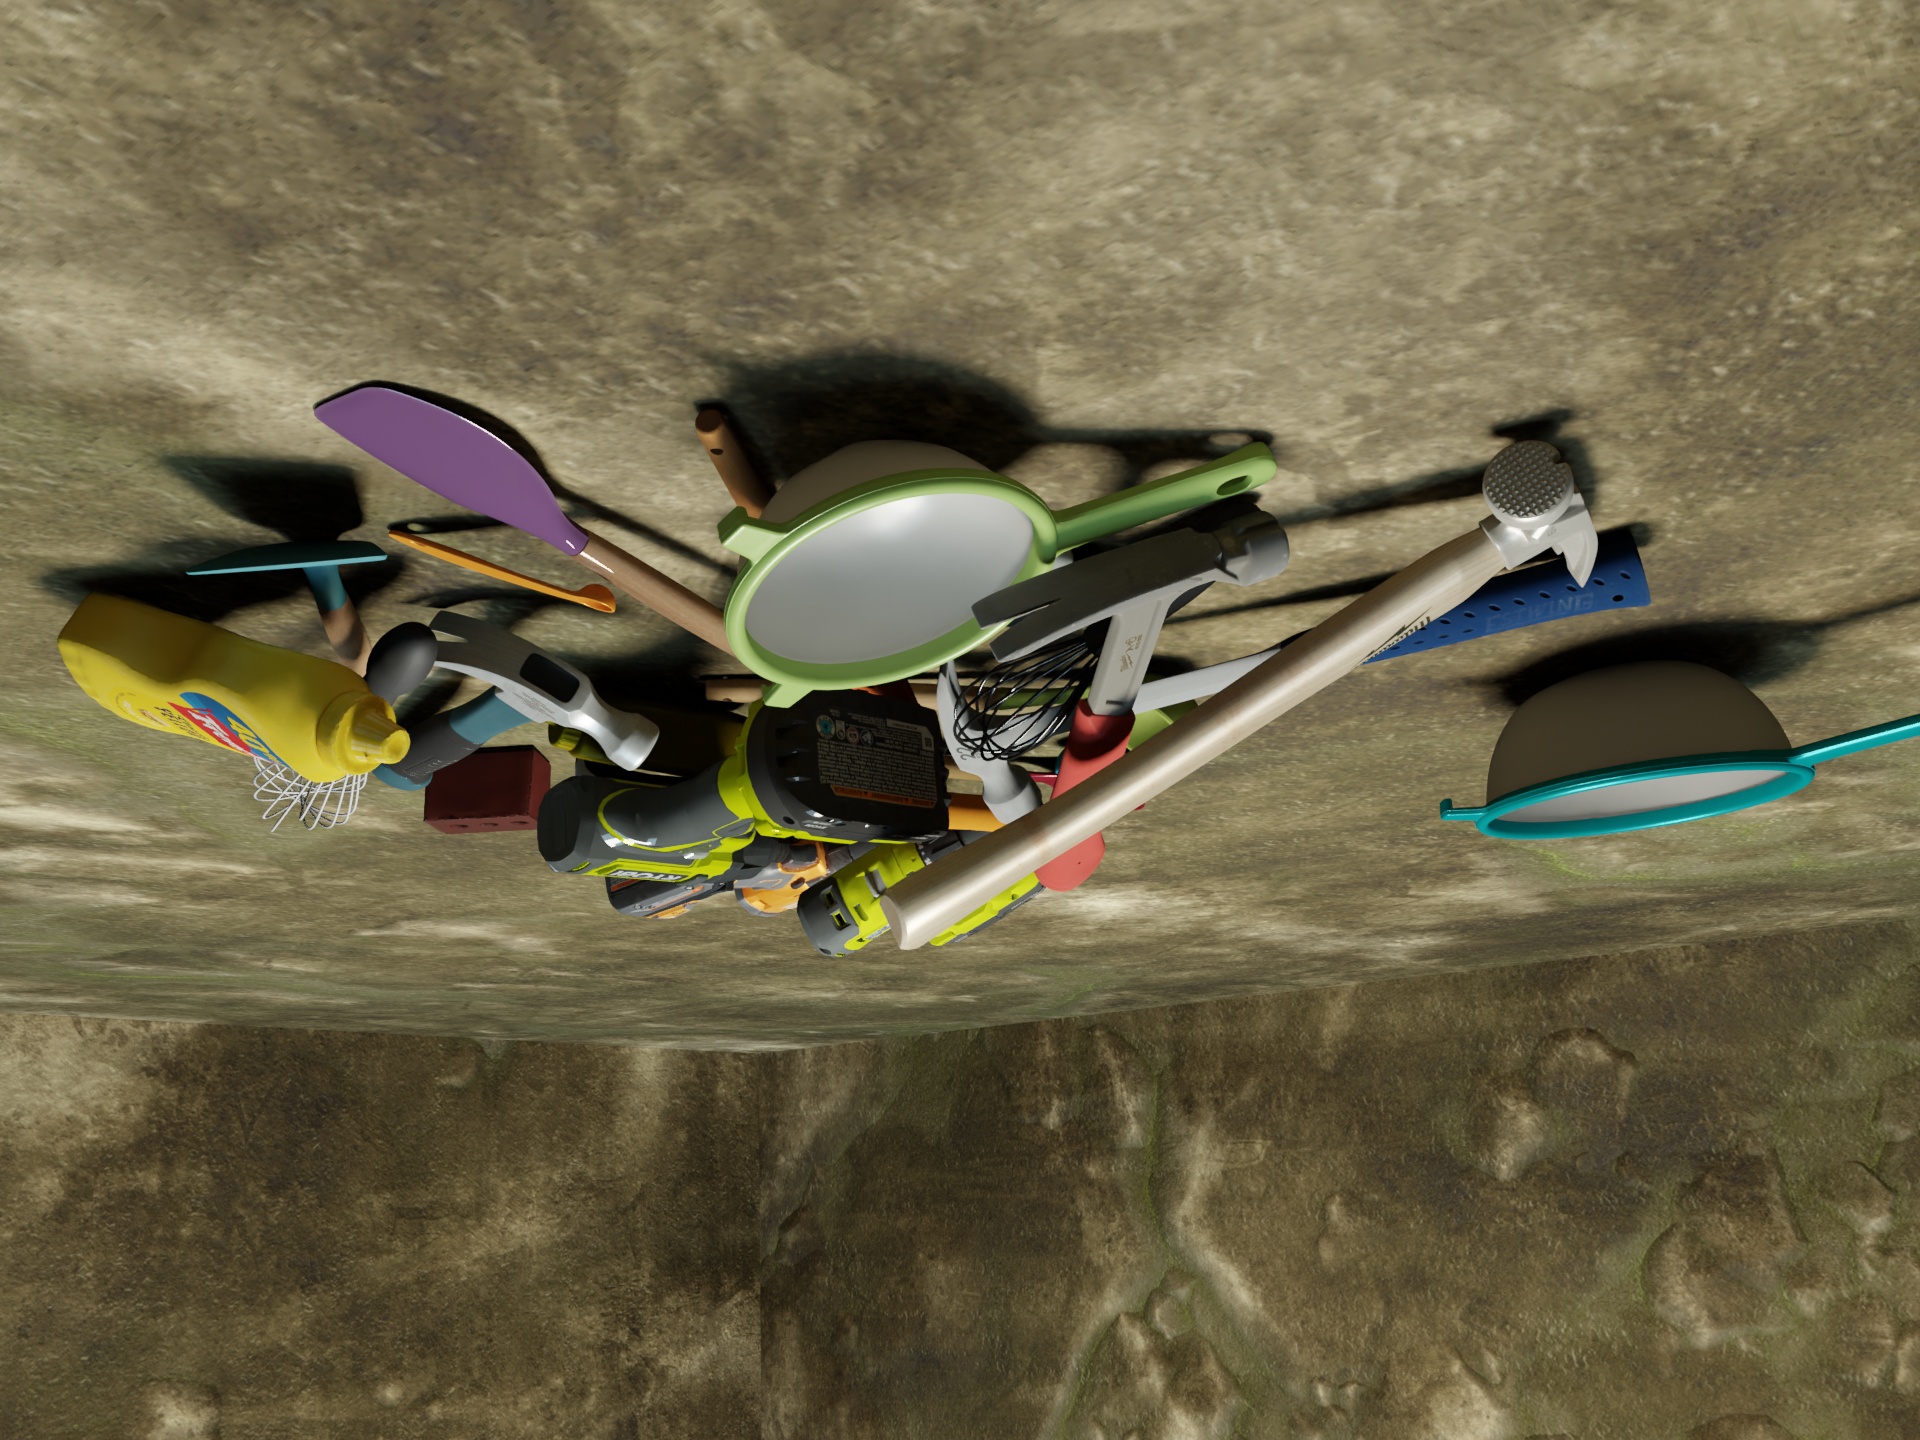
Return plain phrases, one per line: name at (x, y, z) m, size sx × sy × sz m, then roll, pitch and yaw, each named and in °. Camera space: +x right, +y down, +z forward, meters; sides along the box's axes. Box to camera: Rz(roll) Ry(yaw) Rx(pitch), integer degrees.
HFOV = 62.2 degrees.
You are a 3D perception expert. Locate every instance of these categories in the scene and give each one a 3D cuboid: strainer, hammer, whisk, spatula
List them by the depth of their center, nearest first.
strainer at (0.012, -0.097, 0.709) m, size 0.256 × 0.069 × 0.151 m, roll -18°, pitch 154°, yaw -8°
spatula at (-0.163, -0.075, 0.756) m, size 0.060 × 0.018 × 0.315 m, roll -11°, pitch 154°, yaw 29°
spatula at (-0.083, -0.068, 0.805) m, size 0.081 × 0.041 × 0.322 m, roll 1°, pitch 163°, yaw 8°
hammer at (0.133, 0.005, 0.818) m, size 0.410 × 0.038 × 0.146 m, roll -34°, pitch 157°, yaw 17°
spatula at (-0.329, -0.046, 0.838) m, size 0.082 × 0.044 × 0.317 m, roll -7°, pitch 166°, yaw -15°
whisk at (0.073, -0.044, 0.844) m, size 0.055 × 0.055 × 0.239 m, roll 10°, pitch 144°, yaw -37°
hammer at (0.065, 0.015, 0.857) m, size 0.149 × 0.037 × 0.358 m, roll -20°, pitch 156°, yaw -14°
whisk at (-0.346, 0.005, 0.898) m, size 0.070 × 0.070 × 0.284 m, roll 8°, pitch 157°, yaw -32°
hammer at (0.175, -0.035, 0.908) m, size 0.405 × 0.035 × 0.143 m, roll -15°, pitch 133°, yaw 22°
hammer at (-0.303, 0.006, 0.974) m, size 0.128 × 0.033 × 0.331 m, roll 37°, pitch 152°, yaw -23°
strainer at (0.488, -0.003, 1.021) m, size 0.210 × 0.095 × 0.340 m, roll 8°, pitch 159°, yaw -40°
hammer at (-0.098, 0.056, 1.121) m, size 0.336 × 0.034 × 0.127 m, roll 6°, pitch -169°, yaw -18°

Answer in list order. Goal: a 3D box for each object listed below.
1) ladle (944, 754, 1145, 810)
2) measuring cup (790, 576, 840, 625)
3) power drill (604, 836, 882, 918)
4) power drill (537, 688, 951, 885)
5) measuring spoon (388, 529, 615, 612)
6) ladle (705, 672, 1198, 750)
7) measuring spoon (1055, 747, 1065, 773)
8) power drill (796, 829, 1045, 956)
ladle at (0.001, 0.038, 1.202) m, size 0.315 × 0.031 × 0.069 m, roll 8°, pitch 166°, yaw -25°
measuring cup at (-0.035, -0.056, 0.778) m, size 0.156 × 0.029 × 0.062 m, roll -8°, pitch 156°, yaw -1°
power drill at (-0.164, 0.115, 1.350) m, size 0.185 × 0.084 × 0.226 m, roll -22°, pitch 160°, yaw 31°
power drill at (-0.118, 0.050, 0.939) m, size 0.223 × 0.080 × 0.171 m, roll -19°, pitch 158°, yaw 41°
measuring spoon at (-0.219, -0.075, 0.761) m, size 0.117 × 0.011 × 0.021 m, roll 18°, pitch 169°, yaw 5°
ladle at (-0.002, -0.003, 1.014) m, size 0.320 × 0.062 × 0.078 m, roll 2°, pitch 160°, yaw -6°
measuring spoon at (0.123, 0.026, 1.210) m, size 0.128 × 0.021 × 0.042 m, roll -1°, pitch 167°, yaw -40°
power drill at (-0.009, 0.124, 1.313) m, size 0.190 × 0.080 × 0.228 m, roll -32°, pitch 164°, yaw 14°
